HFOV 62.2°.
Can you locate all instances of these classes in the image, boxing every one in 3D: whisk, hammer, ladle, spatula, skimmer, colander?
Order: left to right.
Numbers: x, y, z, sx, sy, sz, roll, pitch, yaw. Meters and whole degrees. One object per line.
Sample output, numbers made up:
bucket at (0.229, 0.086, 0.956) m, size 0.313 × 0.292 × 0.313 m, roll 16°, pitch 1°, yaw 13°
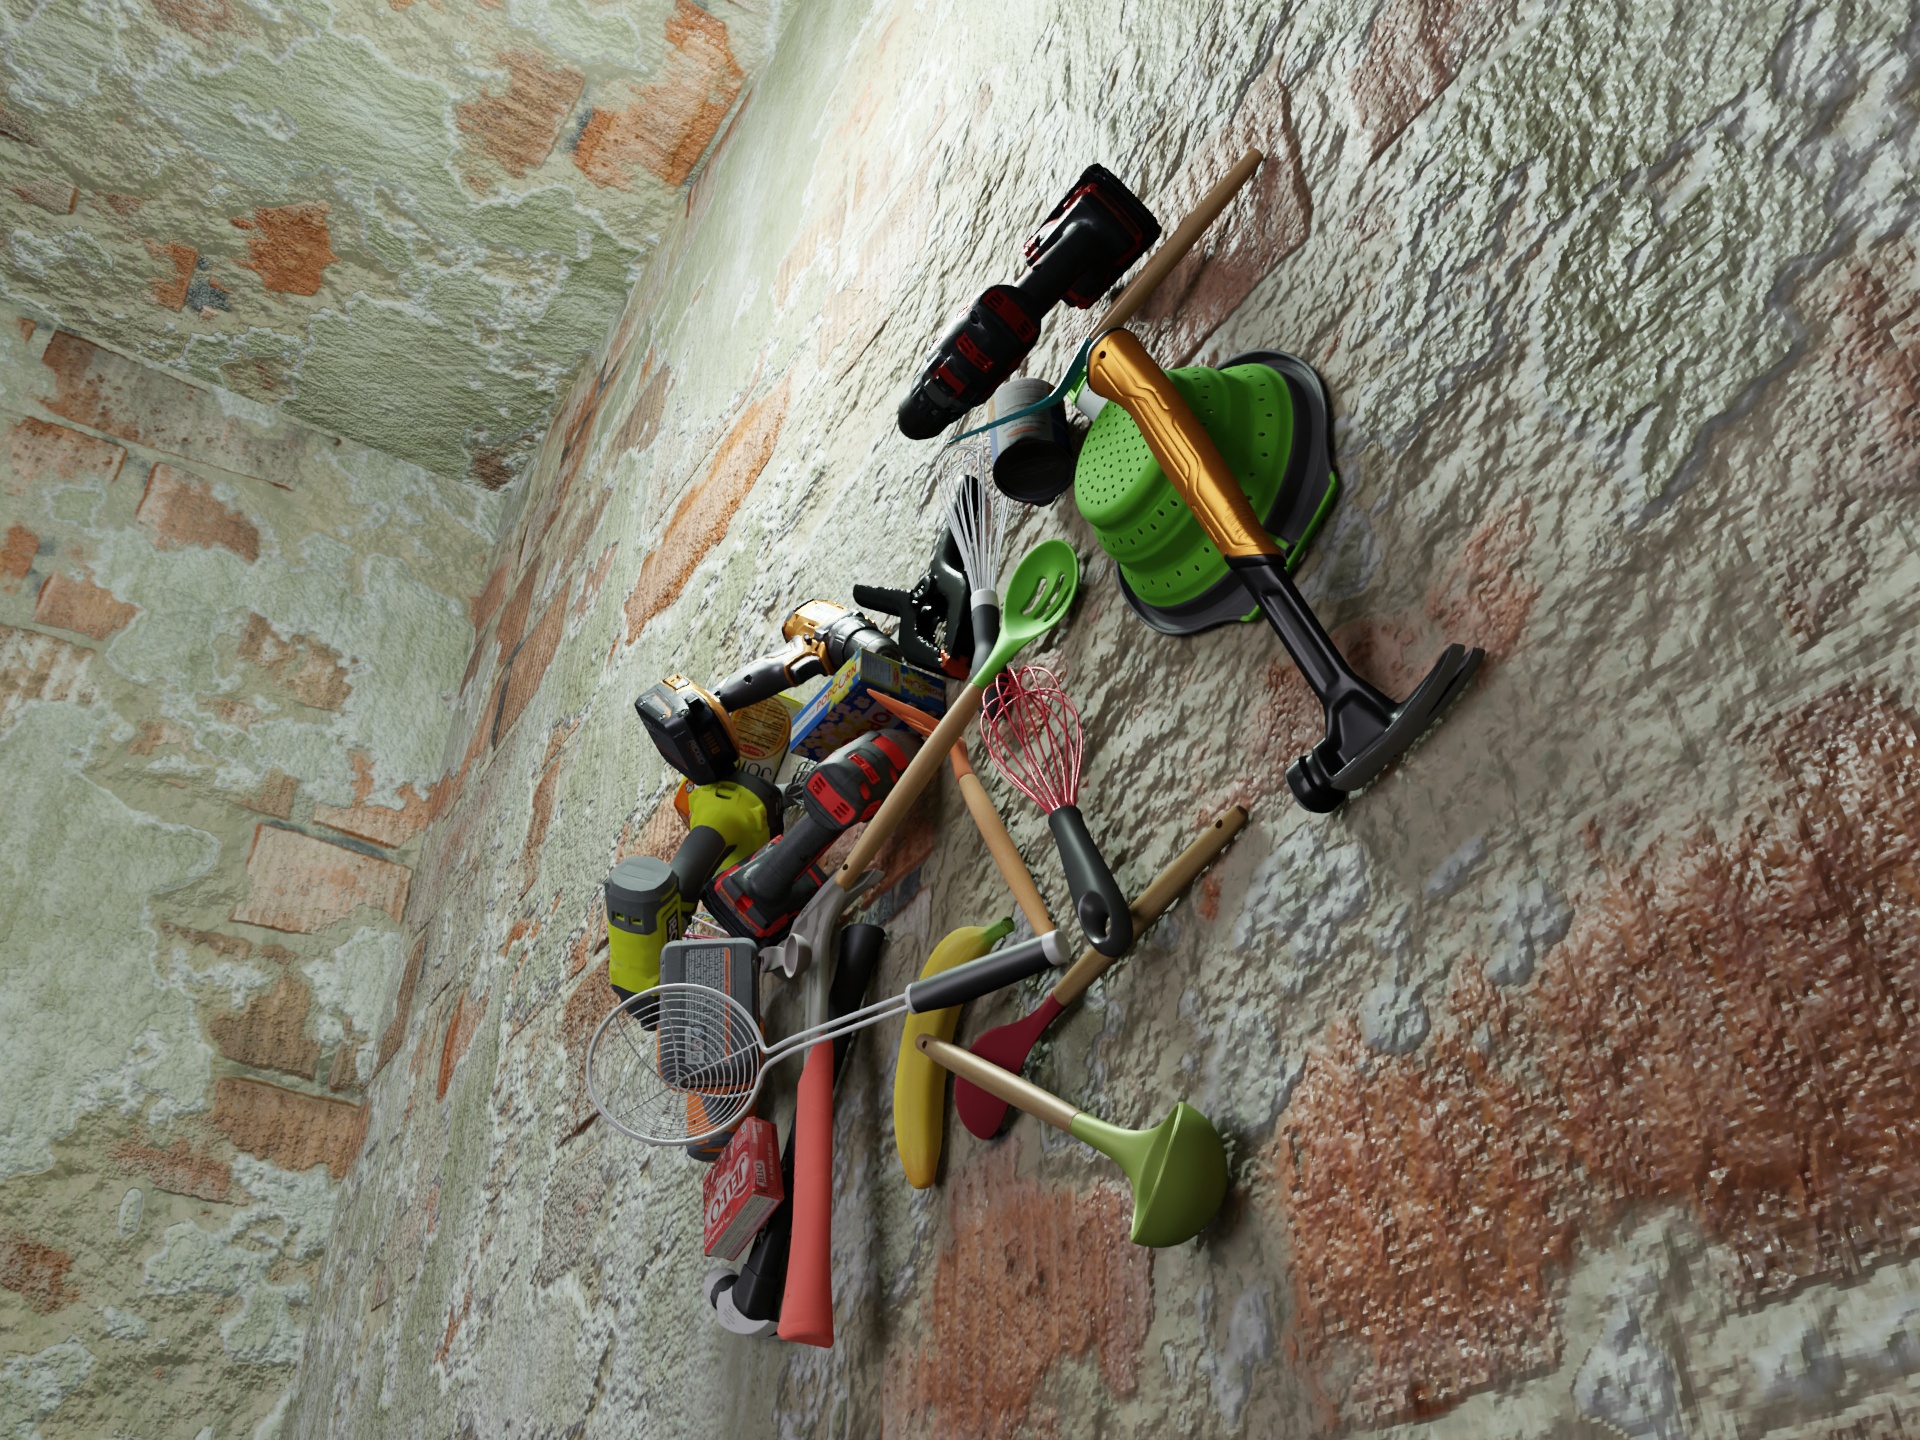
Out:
whisk at (-0.216, 0.215, 1.527) m, size 0.245 × 0.047 × 0.051 m, roll -1°, pitch 89°, yaw 58°
whisk at (-0.159, 0.067, 1.524) m, size 0.239 × 0.055 × 0.055 m, roll -18°, pitch 55°, yaw 63°
hammer at (-0.121, 0.325, 1.271) m, size 0.146 × 0.035 × 0.335 m, roll -1°, pitch 70°, yaw 63°
skimmer at (-0.098, 0.203, 1.108) m, size 0.363 × 0.090 × 0.127 m, roll -24°, pitch 49°, yaw 25°
hammer at (-0.104, 0.281, 1.185) m, size 0.149 × 0.036 × 0.359 m, roll -49°, pitch 31°, yaw 37°
spatula at (0.007, 0.067, 1.203) m, size 0.041 × 0.081 × 0.323 m, roll -44°, pitch 37°, yaw 12°
whisk at (0.018, -0.122, 1.317) m, size 0.070 × 0.070 × 0.285 m, roll -40°, pitch 43°, yaw 45°
ladle at (0.047, 0.232, 0.956) m, size 0.320 × 0.062 × 0.078 m, roll 10°, pitch 77°, yaw 58°
whisk at (0.066, 0.053, 1.071) m, size 0.073 × 0.073 × 0.296 m, roll -56°, pitch 28°, yaw 25°
ladle at (0.081, 0.162, 1.015) m, size 0.315 × 0.031 × 0.069 m, roll -52°, pitch 33°, yaw 28°
spatula at (0.111, -0.317, 1.216) m, size 0.317 × 0.044 × 0.082 m, roll -48°, pitch 4°, yaw 10°
colander at (0.120, -0.204, 1.130) m, size 0.204 × 0.094 × 0.398 m, roll -60°, pitch 27°, yaw 17°
hammer at (0.164, -0.115, 0.921) m, size 0.127 × 0.034 × 0.337 m, roll -50°, pitch 53°, yaw 33°

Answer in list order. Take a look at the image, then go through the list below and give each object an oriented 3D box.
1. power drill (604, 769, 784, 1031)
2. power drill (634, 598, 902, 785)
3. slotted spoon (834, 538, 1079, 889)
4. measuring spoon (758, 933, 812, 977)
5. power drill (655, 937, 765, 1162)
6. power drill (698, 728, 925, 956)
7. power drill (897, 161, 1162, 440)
power drill at (-0.241, 0.158, 1.431) m, size 0.223 × 0.080 × 0.171 m, roll -55°, pitch -27°, yaw -53°
power drill at (-0.170, -0.031, 1.476) m, size 0.226 × 0.084 × 0.185 m, roll -33°, pitch 27°, yaw -18°
slotted spoon at (-0.002, -0.004, 1.209) m, size 0.070 × 0.031 × 0.314 m, roll 26°, pitch 79°, yaw 46°
measuring spoon at (-0.142, 0.192, 1.284) m, size 0.124 × 0.018 × 0.034 m, roll 154°, pitch 120°, yaw -66°
power drill at (-0.205, 0.262, 1.334) m, size 0.226 × 0.084 × 0.164 m, roll 98°, pitch 168°, yaw -59°
power drill at (-0.114, 0.092, 1.339) m, size 0.219 × 0.078 × 0.143 m, roll -49°, pitch -9°, yaw 32°
power drill at (0.044, -0.323, 1.272) m, size 0.227 × 0.080 × 0.188 m, roll -50°, pitch 8°, yaw -29°
